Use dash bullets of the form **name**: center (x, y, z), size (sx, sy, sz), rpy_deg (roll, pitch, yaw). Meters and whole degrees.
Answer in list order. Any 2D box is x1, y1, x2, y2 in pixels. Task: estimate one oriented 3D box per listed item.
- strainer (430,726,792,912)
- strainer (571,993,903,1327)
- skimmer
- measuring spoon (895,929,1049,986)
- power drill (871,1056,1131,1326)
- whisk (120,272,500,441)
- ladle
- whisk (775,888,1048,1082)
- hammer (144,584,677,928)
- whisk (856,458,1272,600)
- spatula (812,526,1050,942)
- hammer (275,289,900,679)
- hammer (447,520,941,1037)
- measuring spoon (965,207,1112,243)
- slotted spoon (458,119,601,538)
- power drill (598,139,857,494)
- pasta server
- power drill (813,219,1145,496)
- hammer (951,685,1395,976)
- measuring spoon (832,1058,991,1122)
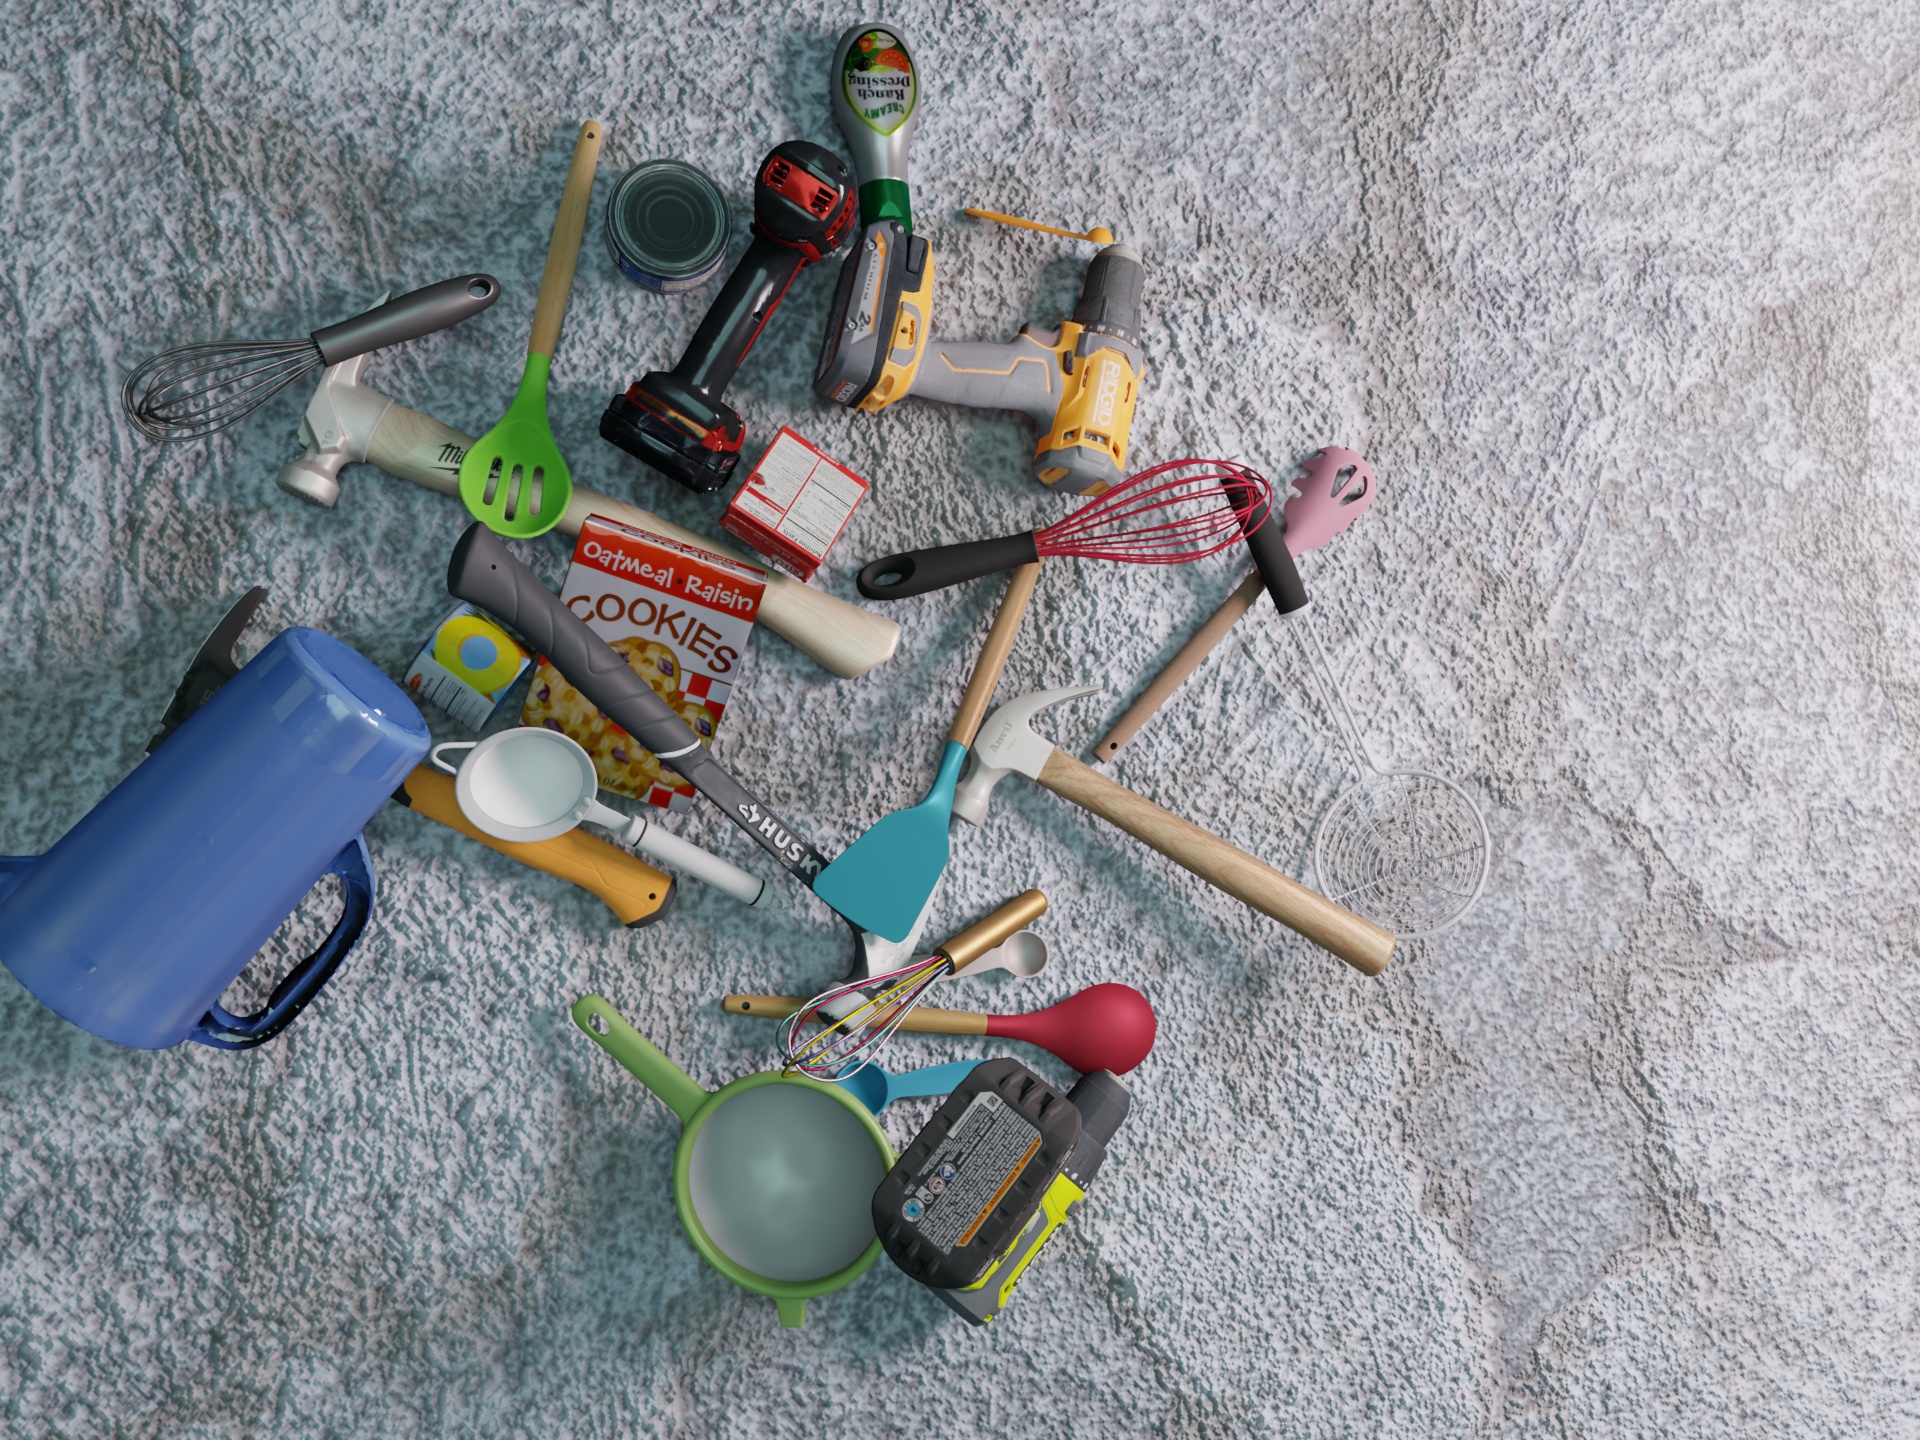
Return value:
- **strainer**: center (-0.219, 0.068, 1.028), size (0.258, 0.050, 0.087), rpy_deg (30, 110, -22)
- **strainer**: center (-0.150, 0.265, 1.058), size (0.256, 0.069, 0.151), rpy_deg (39, 99, 6)
- **skimmer**: center (0.265, -0.018, 1.141), size (0.127, 0.090, 0.363), rpy_deg (-23, 101, 20)
- **measuring spoon**: center (0.001, 0.172, 1.123), size (0.124, 0.018, 0.034), rpy_deg (-7, 74, -8)
- **power drill**: center (0.036, 0.293, 1.025), size (0.080, 0.228, 0.190), rpy_deg (35, 78, 22)
- **whisk**: center (-0.400, -0.234, 0.992), size (0.239, 0.055, 0.055), rpy_deg (-27, 94, -21)
- **ladle**: center (-0.008, 0.209, 1.112), size (0.315, 0.031, 0.069), rpy_deg (7, 86, -12)
- **whisk**: center (-0.029, 0.172, 1.062), size (0.245, 0.051, 0.047), rpy_deg (-28, 130, -40)
- **hammer**: center (-0.337, 0.041, 1.033), size (0.336, 0.034, 0.127), rpy_deg (27, 82, -11)
- **whisk**: center (0.071, -0.127, 1.109), size (0.296, 0.073, 0.073), rpy_deg (-13, 90, 3)
- **spatula**: center (-0.002, -0.004, 1.097), size (0.082, 0.044, 0.318), rpy_deg (37, 62, -28)
- **hammer**: center (-0.229, -0.139, 1.070), size (0.410, 0.038, 0.146), rpy_deg (23, 80, -12)
- **hammer**: center (-0.162, 0.026, 1.011), size (0.408, 0.036, 0.149), rpy_deg (46, 64, -25)
- **measuring spoon**: center (0.055, -0.356, 1.134), size (0.117, 0.021, 0.011), rpy_deg (20, 115, 22)
- **slotted spoon**: center (-0.270, -0.260, 1.045), size (0.070, 0.031, 0.314), rpy_deg (13, 72, -18)
- **power drill**: center (-0.139, -0.267, 1.049), size (0.080, 0.188, 0.226), rpy_deg (30, 98, -7)
- **pasta server**: center (0.205, -0.087, 1.183), size (0.060, 0.040, 0.316), rpy_deg (44, 82, -8)
- **power drill**: center (0.026, -0.276, 1.122), size (0.226, 0.084, 0.185), rpy_deg (16, 78, -17)
- **hammer**: center (0.160, 0.085, 1.128), size (0.331, 0.031, 0.130), rpy_deg (29, 83, -1)
- **measuring spoon**: center (-0.032, 0.252, 1.111), size (0.128, 0.021, 0.042), rpy_deg (-3, 87, -23)
